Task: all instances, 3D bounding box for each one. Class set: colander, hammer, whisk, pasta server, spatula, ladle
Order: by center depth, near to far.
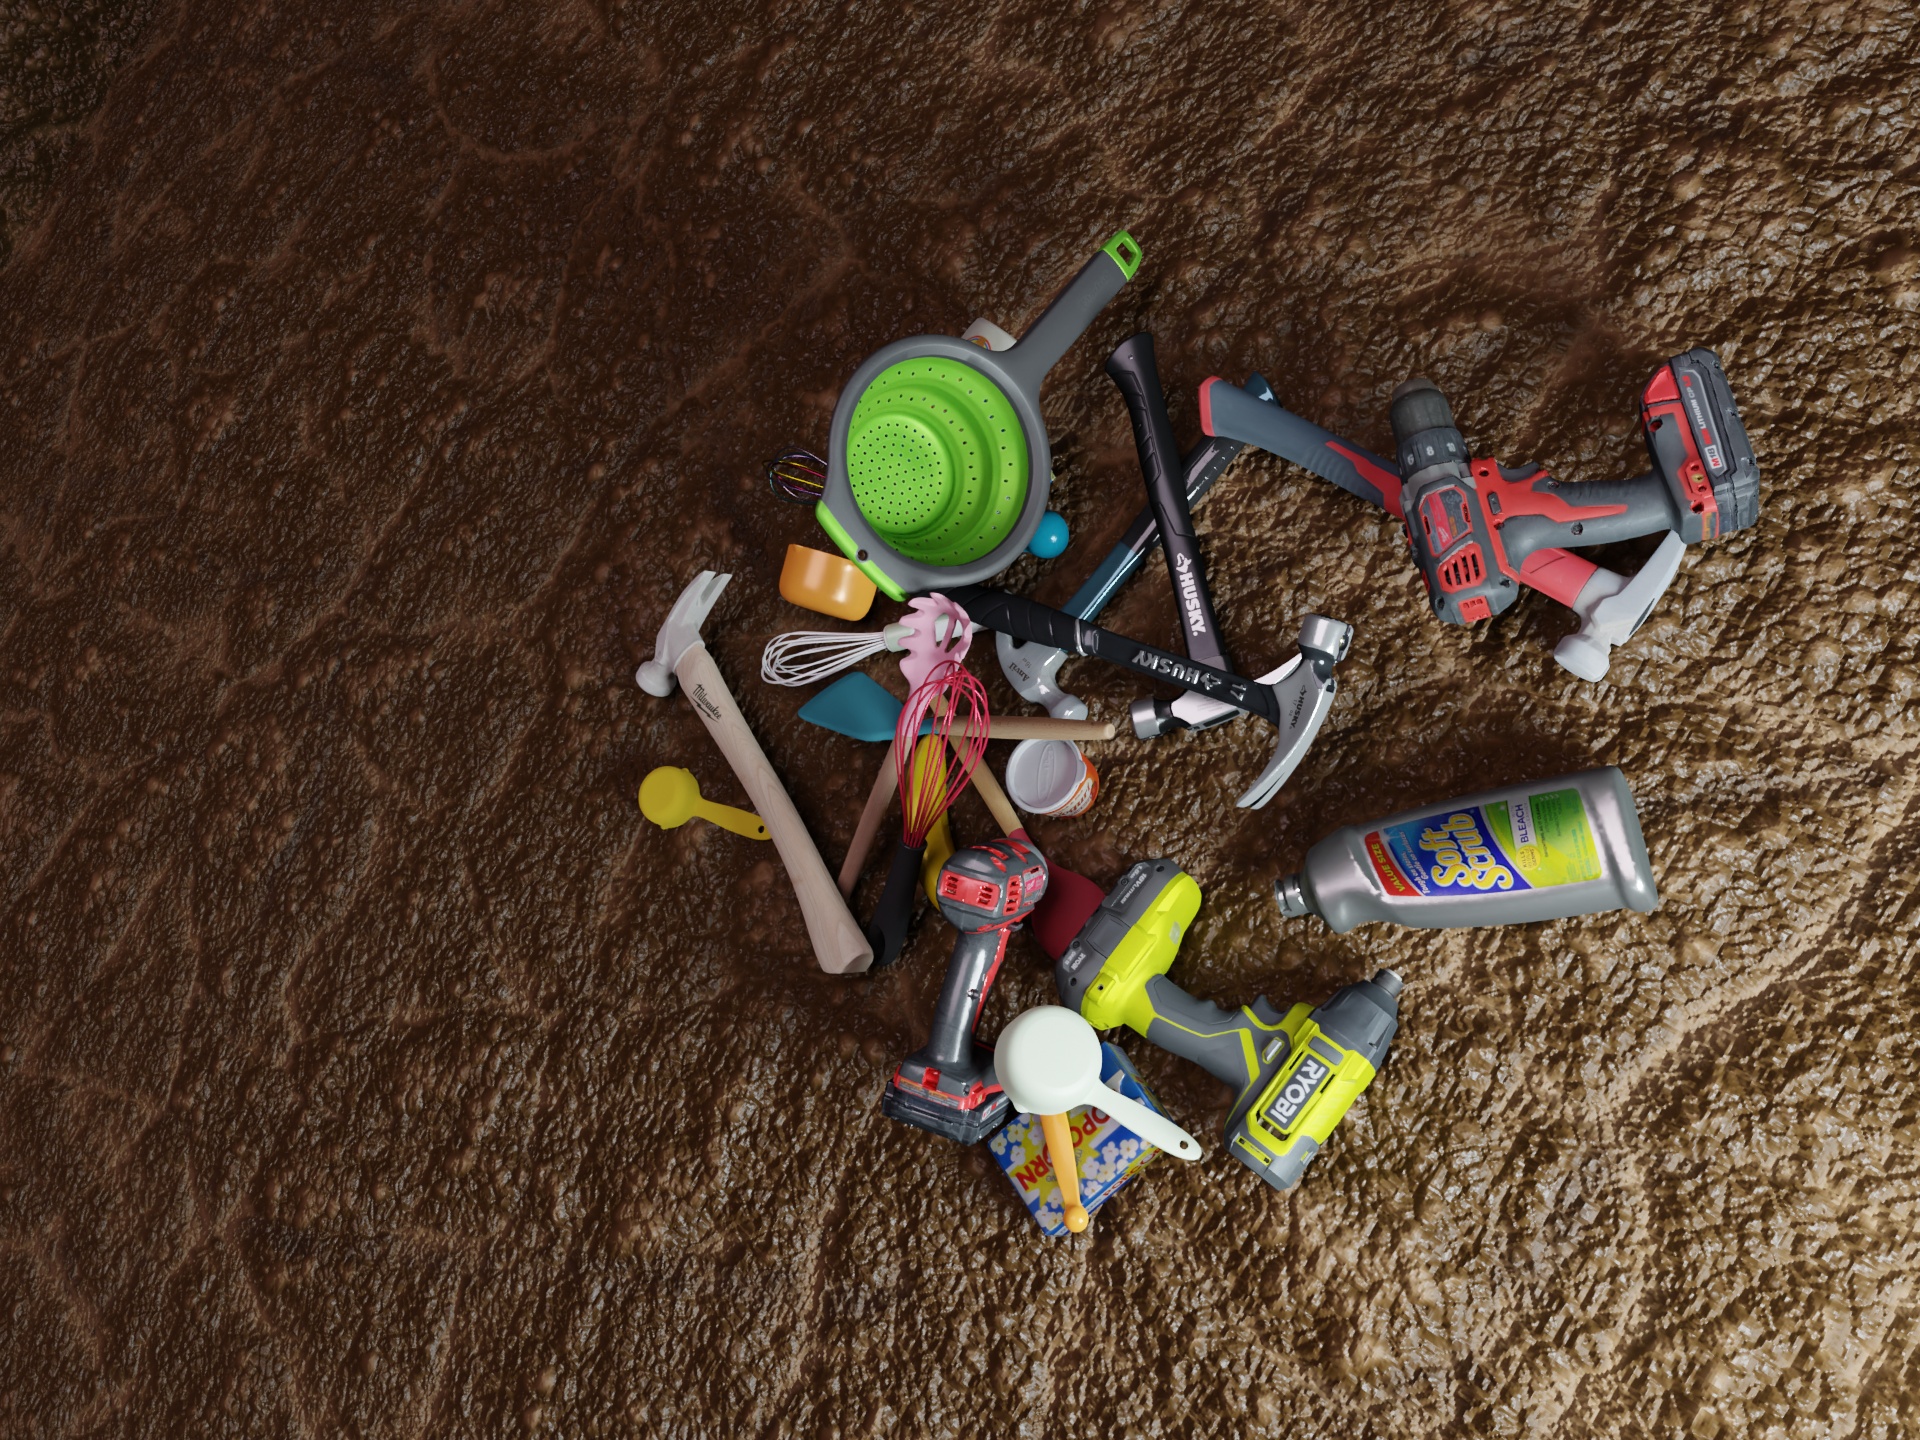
[{"bbox_3d":[0.349,-0.183,1.209,0.387,0.038,0.143,35,91,28],"label":"hammer"},{"bbox_3d":[0.111,-0.056,1.258,0.409,0.036,0.149,22,97,41],"label":"hammer"},{"bbox_3d":[-0.033,0.081,1.277,0.073,0.073,0.295,37,125,33],"label":"whisk"},{"bbox_3d":[0.178,-0.160,1.283,0.146,0.035,0.335,-15,75,16],"label":"hammer"},{"bbox_3d":[-0.058,0.035,1.314,0.060,0.040,0.316,30,115,18],"label":"pasta server"},{"bbox_3d":[-0.002,-0.004,1.321,0.318,0.044,0.082,2,30,44],"label":"spatula"},{"bbox_3d":[0.036,0.074,1.326,0.069,0.031,0.316,-42,56,16],"label":"ladle"},{"bbox_3d":[0.153,-0.152,1.332,0.331,0.033,0.128,-50,58,6],"label":"hammer"},{"bbox_3d":[0.015,-0.271,1.349,0.397,0.204,0.094,-51,22,-19],"label":"colander"},{"bbox_3d":[-0.174,0.048,1.413,0.146,0.038,0.411,-53,53,29],"label":"hammer"},{"bbox_3d":[-0.070,-0.071,1.424,0.246,0.057,0.059,-12,38,21],"label":"whisk"},{"bbox_3d":[-0.092,-0.206,1.484,0.245,0.047,0.051,24,85,30],"label":"whisk"}]

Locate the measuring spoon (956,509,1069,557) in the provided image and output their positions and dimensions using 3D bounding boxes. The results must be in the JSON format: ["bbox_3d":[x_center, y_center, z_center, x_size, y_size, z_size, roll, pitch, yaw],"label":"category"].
[{"bbox_3d":[0.035,-0.149,1.397,0.128,0.021,0.042,-18,95,28],"label":"measuring spoon"}]

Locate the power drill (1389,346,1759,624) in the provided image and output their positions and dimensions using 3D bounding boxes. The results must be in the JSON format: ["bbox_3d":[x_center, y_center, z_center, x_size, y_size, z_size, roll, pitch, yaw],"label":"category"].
[{"bbox_3d":[0.419,-0.183,1.118,0.226,0.080,0.188,-17,68,21],"label":"power drill"}]

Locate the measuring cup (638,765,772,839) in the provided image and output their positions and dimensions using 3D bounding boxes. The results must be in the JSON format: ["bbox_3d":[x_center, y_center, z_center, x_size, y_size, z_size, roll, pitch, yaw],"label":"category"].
[{"bbox_3d":[-0.237,0.082,1.474,0.157,0.029,0.062,15,82,32],"label":"measuring cup"}]

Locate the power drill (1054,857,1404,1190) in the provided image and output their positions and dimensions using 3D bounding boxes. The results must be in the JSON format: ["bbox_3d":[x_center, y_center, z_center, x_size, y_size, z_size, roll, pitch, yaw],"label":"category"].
[{"bbox_3d":[0.196,0.206,1.160,0.223,0.080,0.171,34,82,30],"label":"power drill"}]

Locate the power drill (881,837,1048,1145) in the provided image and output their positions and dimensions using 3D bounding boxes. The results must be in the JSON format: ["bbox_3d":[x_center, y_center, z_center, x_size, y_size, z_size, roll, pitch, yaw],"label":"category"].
[{"bbox_3d":[0.015,0.197,1.215,0.078,0.143,0.219,14,98,20],"label":"power drill"}]

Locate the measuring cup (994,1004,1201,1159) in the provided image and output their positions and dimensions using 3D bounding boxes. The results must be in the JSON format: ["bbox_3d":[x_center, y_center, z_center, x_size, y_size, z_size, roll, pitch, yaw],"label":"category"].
[{"bbox_3d":[0.103,0.265,1.142,0.167,0.038,0.083,30,64,6],"label":"measuring cup"}]

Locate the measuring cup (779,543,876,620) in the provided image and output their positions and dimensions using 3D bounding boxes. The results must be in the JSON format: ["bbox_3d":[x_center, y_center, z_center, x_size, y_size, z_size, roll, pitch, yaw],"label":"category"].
[{"bbox_3d":[-0.094,-0.113,1.412,0.174,0.095,0.052,20,93,48],"label":"measuring cup"}]

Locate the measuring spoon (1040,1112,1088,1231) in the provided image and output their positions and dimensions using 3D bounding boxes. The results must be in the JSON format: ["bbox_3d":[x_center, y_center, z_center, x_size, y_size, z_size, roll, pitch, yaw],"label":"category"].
[{"bbox_3d":[0.073,0.320,1.181,0.021,0.011,0.117,-23,64,21],"label":"measuring spoon"}]
